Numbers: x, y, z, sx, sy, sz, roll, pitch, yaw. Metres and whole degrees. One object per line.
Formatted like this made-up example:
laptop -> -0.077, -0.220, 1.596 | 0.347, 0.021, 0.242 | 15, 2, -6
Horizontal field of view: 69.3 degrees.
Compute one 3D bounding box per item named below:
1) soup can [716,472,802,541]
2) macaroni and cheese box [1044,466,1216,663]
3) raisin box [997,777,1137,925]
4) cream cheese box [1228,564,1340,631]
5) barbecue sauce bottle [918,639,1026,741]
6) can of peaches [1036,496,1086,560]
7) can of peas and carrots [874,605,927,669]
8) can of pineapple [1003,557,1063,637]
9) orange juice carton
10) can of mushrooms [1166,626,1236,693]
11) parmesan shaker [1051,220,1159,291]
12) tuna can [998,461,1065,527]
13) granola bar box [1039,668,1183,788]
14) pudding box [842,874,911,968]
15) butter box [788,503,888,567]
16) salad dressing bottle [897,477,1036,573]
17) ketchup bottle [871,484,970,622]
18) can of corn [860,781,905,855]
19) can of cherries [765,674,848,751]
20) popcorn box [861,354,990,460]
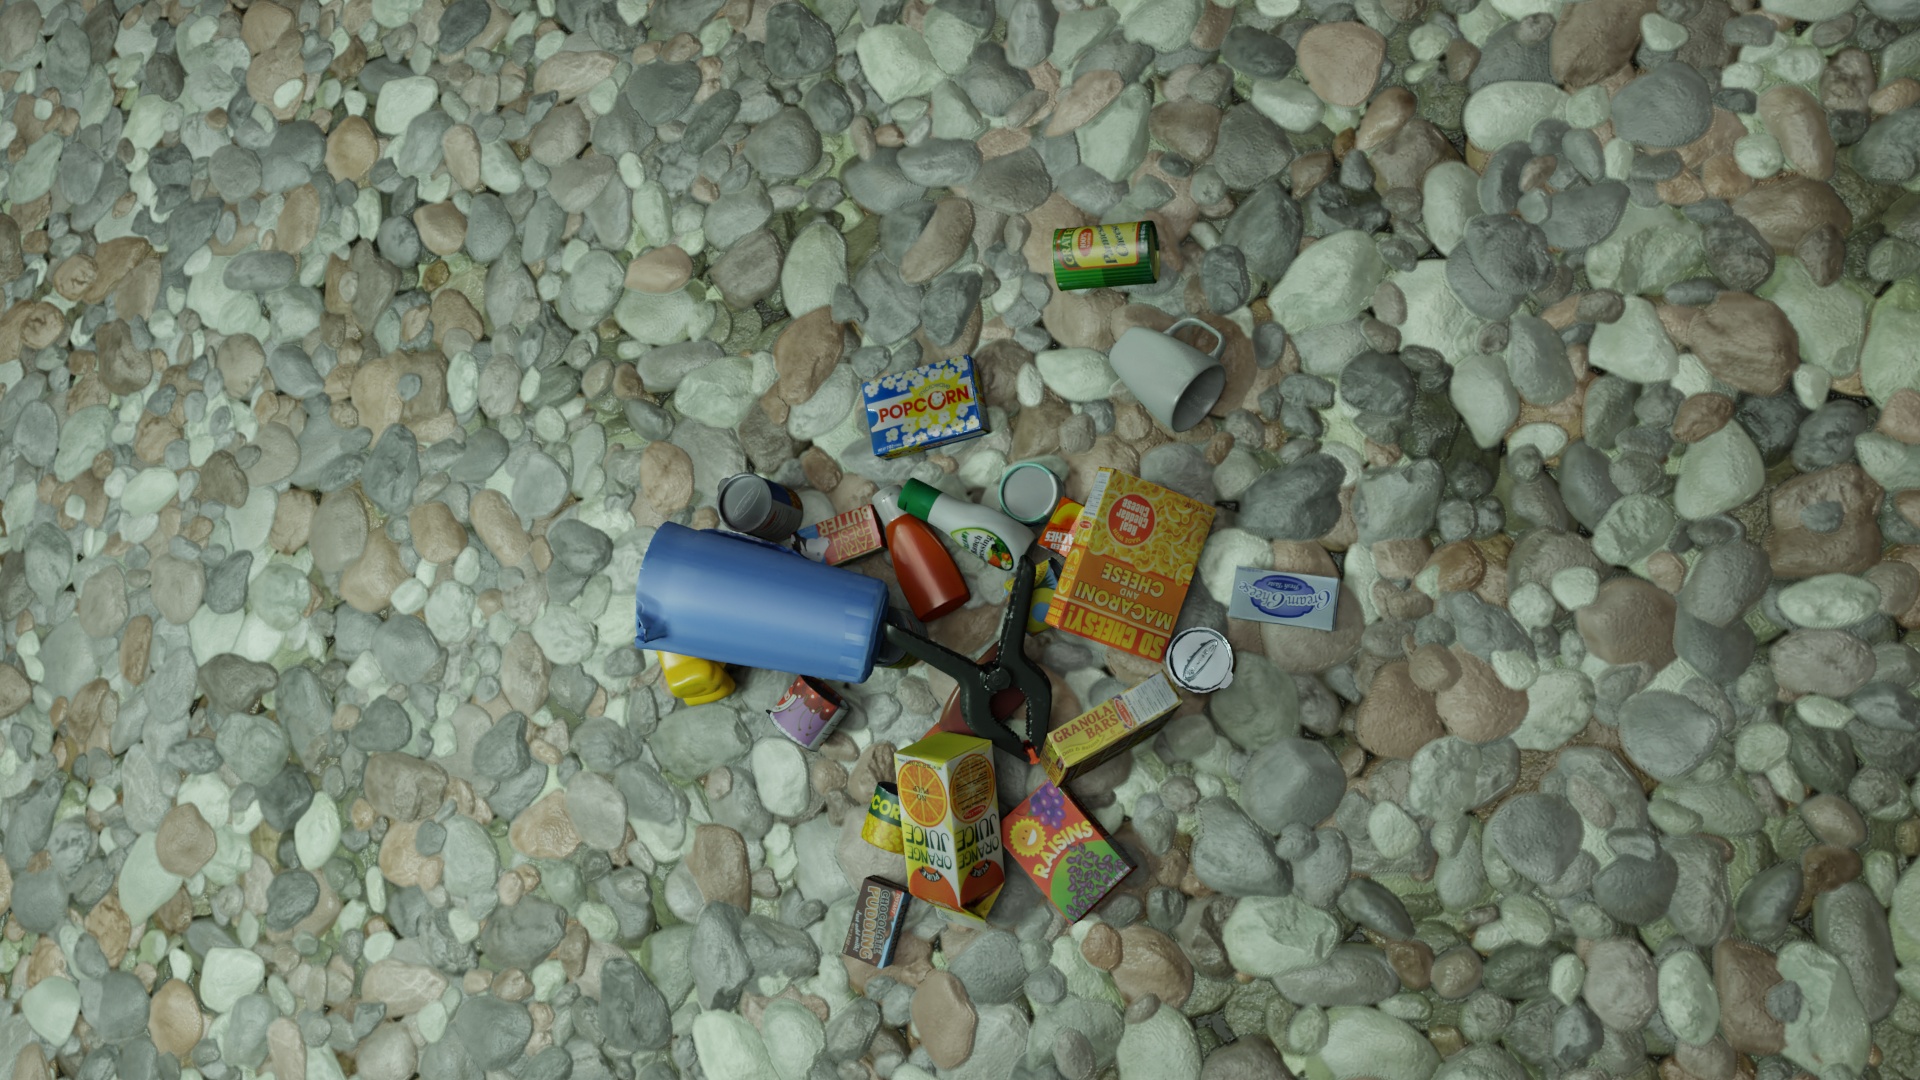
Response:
soup can -> -0.222, -0.037, 1.534 | 0.071, 0.084, 0.071 | -3, 81, 17
macaroni and cheese box -> 0.170, 0.025, 1.389 | 0.124, 0.040, 0.166 | 20, 89, -19
raisin box -> 0.105, 0.311, 1.401 | 0.086, 0.040, 0.123 | -45, 71, 8
cream cheese box -> 0.321, 0.057, 1.376 | 0.104, 0.024, 0.053 | 7, 85, 19
barbecue sauce bottle -> 0.014, 0.175, 1.447 | 0.065, 0.044, 0.148 | 44, 97, 4
can of peaches -> 0.120, -0.006, 1.426 | 0.071, 0.071, 0.058 | 29, 91, 19
can of peas and carrots -> -0.077, 0.104, 1.480 | 0.071, 0.058, 0.071 | -3, 81, 18
can of pineapple -> 0.084, 0.057, 1.430 | 0.058, 0.071, 0.071 | -29, 75, 13
orange juice carton -> -0.008, 0.297, 1.395 | 0.072, 0.073, 0.192 | 3, 102, 42
can of mushrooms -> 0.243, 0.122, 1.387 | 0.071, 0.033, 0.071 | -3, 81, 17
parmesan shaker -> 0.154, -0.302, 1.463 | 0.103, 0.071, 0.071 | -2, 82, 17
tuna can -> 0.072, -0.049, 1.468 | 0.071, 0.033, 0.071 | -2, 81, 17
granola bar box -> 0.140, 0.183, 1.326 | 0.124, 0.165, 0.039 | -28, 75, -8
pudding box -> -0.087, 0.399, 1.454 | 0.050, 0.030, 0.083 | 16, 87, 18
butter box -> -0.134, 0.001, 1.532 | 0.103, 0.024, 0.053 | -20, 77, 14
salad dressing bottle -> 0.005, -0.018, 1.462 | 0.148, 0.064, 0.044 | 27, 55, 10
ketchup bottle -> -0.048, 0.011, 1.492 | 0.065, 0.043, 0.149 | -28, 74, 3
can of corn -> -0.065, 0.289, 1.442 | 0.071, 0.071, 0.058 | 18, 89, 19
can of cherries -> -0.165, 0.182, 1.491 | 0.071, 0.071, 0.058 | 39, 95, 19
popcorn box -> -0.037, -0.144, 1.515 | 0.126, 0.038, 0.085 | -14, 79, 15
